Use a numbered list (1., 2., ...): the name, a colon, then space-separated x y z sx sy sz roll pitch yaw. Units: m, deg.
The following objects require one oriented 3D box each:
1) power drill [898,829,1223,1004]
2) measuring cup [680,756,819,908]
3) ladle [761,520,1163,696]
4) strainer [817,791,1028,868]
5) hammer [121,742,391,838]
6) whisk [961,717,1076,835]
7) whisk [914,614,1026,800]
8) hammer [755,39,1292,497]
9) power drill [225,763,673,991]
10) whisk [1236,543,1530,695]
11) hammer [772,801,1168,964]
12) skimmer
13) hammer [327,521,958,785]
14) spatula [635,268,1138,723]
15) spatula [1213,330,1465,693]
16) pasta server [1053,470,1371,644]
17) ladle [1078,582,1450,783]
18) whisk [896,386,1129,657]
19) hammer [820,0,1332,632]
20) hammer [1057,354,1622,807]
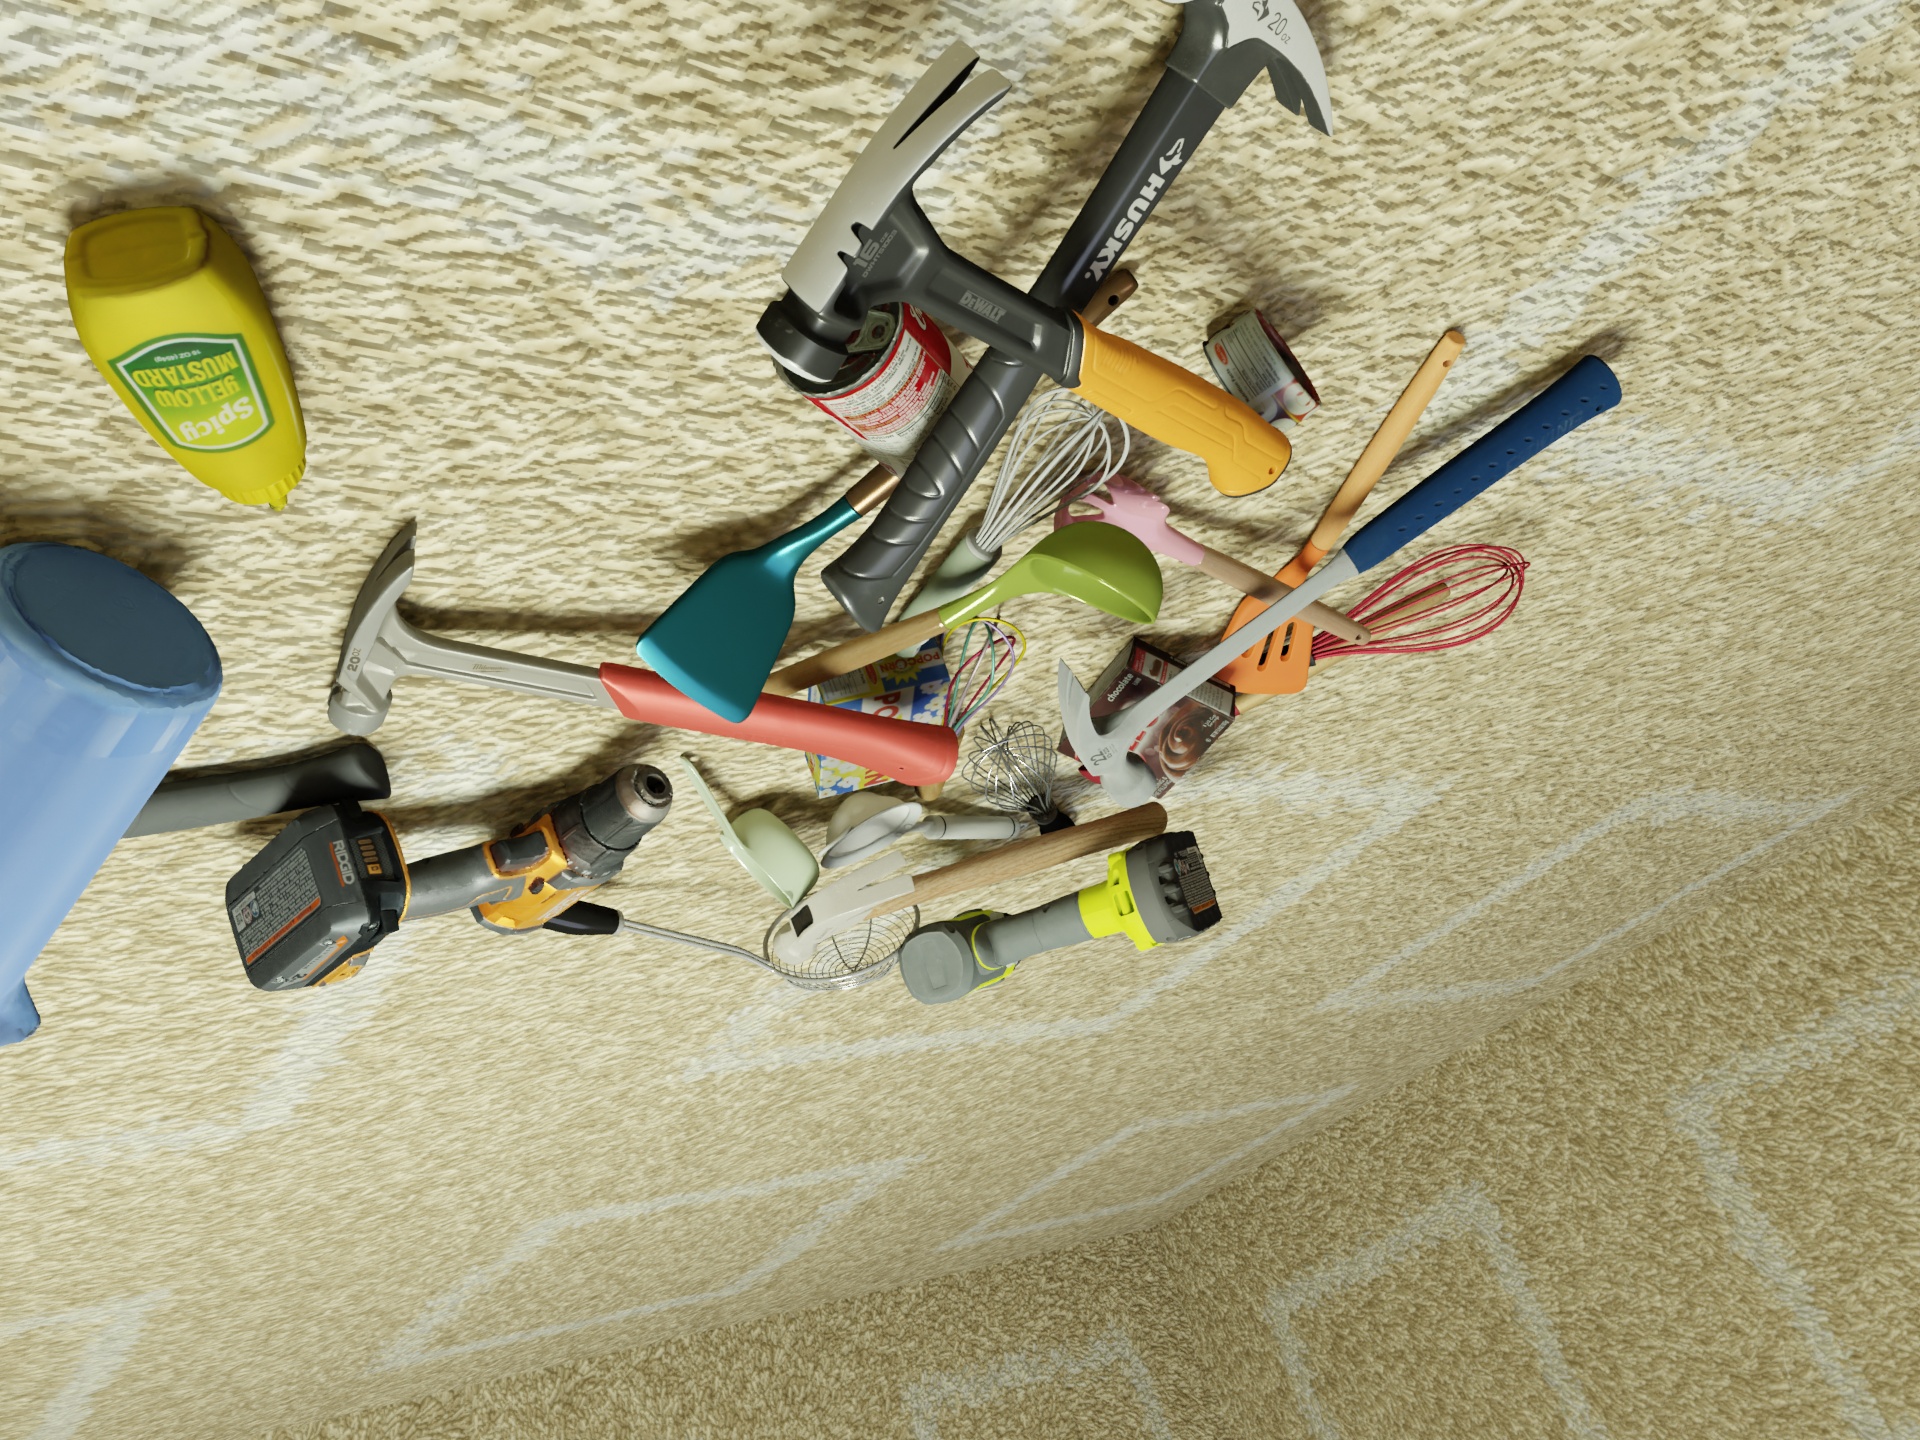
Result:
1. power drill: 0.083 0.158 1.258 0.228 0.080 0.190 -21 172 20
2. measuring cup: -0.148 0.068 1.114 0.038 0.083 0.167 -43 138 -17
3. ladle: -0.030 -0.041 0.931 0.320 0.062 0.078 -20 150 27
4. strainer: -0.028 0.082 1.235 0.087 0.050 0.258 -42 152 29
5. hammer: -0.521 0.067 0.856 0.409 0.036 0.149 -10 152 -21
6. whisk: 0.057 0.061 1.247 0.070 0.070 0.284 -24 158 5
7. whisk: 0.000 -0.003 1.098 0.047 0.051 0.244 -18 156 -20
8. hammer: 0.063 -0.162 0.691 0.336 0.034 0.127 12 122 -53
9. power drill: -0.298 0.086 0.966 0.185 0.084 0.226 -33 163 35
10. whisk: 0.279 -0.058 1.182 0.296 0.073 0.073 -22 154 13
11. hammer: 0.025 0.110 1.207 0.331 0.031 0.130 -13 161 -31
12. skimmer: -0.194 0.137 1.193 0.363 0.127 0.090 19 97 -36
13. hammer: -0.157 -0.016 0.895 0.358 0.037 0.149 11 141 -29
14. spatula: -0.033 -0.121 0.826 0.317 0.044 0.082 -38 129 16
15. spatula: 0.251 -0.126 1.051 0.081 0.041 0.322 5 145 -14
16. pasta server: 0.171 -0.093 1.014 0.316 0.040 0.060 19 120 -39
17. ladle: 0.236 -0.025 1.236 0.315 0.031 0.069 -29 -174 7
18. whisk: 0.018 -0.106 0.918 0.059 0.058 0.246 35 138 -8
19. hammer: 0.039 -0.176 0.712 0.146 0.035 0.334 7 125 -51
20. hammer: 0.236 -0.097 1.006 0.405 0.035 0.143 -36 141 6
